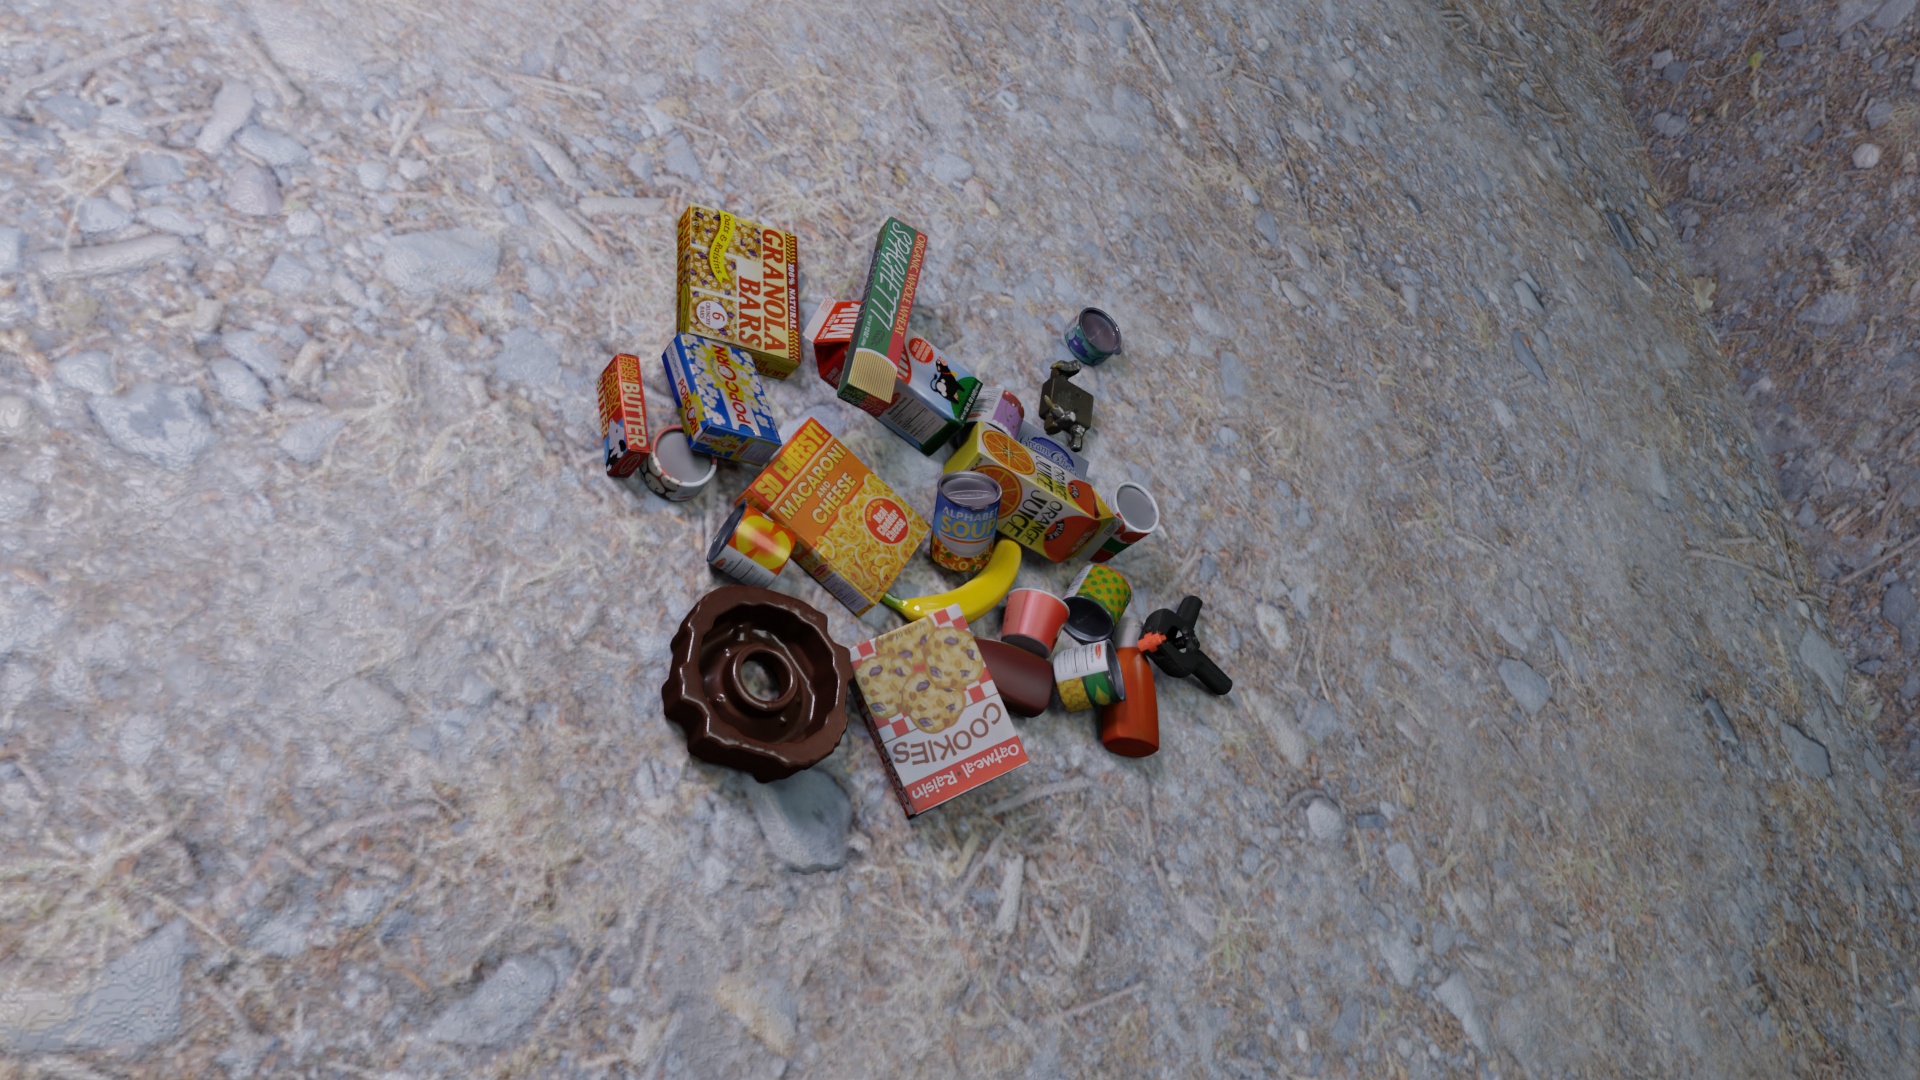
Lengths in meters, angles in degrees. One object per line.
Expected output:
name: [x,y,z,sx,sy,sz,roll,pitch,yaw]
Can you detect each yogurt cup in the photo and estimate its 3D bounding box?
yogurt cup: [0.075,0.089,1.444,0.072,0.072,0.054,30,59,-19]

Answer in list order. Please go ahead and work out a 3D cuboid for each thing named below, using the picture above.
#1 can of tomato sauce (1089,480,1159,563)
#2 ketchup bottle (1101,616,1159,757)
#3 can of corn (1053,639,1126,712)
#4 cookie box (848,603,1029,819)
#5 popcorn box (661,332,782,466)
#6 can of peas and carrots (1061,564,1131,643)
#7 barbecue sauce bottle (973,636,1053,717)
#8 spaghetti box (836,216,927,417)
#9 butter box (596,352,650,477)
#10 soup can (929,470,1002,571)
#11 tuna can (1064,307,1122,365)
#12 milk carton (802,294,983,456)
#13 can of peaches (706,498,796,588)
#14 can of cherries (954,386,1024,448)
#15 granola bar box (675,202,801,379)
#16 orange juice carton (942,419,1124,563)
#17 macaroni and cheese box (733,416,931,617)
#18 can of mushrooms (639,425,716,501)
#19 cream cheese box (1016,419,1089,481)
can of tomato sauce: [0.175,-0.020,1.564,0.071,0.082,0.071,17,57,-28]
ketchup bottle: [0.182,0.156,1.498,0.065,0.043,0.149,22,54,-29]
can of corn: [0.135,0.143,1.444,0.071,0.058,0.071,-16,91,-75]
cookie box: [-0.026,0.161,1.316,0.123,0.040,0.167,-22,81,-19]
popcorn box: [-0.230,-0.136,1.335,0.085,0.038,0.127,14,42,-44]
can of peas and carrots: [0.147,0.070,1.505,0.071,0.070,0.059,43,47,-9]
barbecue sauce bottle: [0.022,0.126,1.397,0.148,0.043,0.065,24,52,-23]
spaghetti box: [-0.079,-0.237,1.437,0.050,0.028,0.251,25,51,-20]
butter box: [-0.312,-0.116,1.282,0.024,0.053,0.104,5,63,-36]
soup can: [0.005,-0.018,1.423,0.071,0.083,0.072,6,34,-4]
tuna can: [0.166,-0.251,1.720,0.071,0.032,0.071,17,57,-28]
milk carton: [-0.078,-0.183,1.477,0.190,0.073,0.073,35,49,-15]
can of peaches: [-0.193,0.004,1.292,0.058,0.071,0.071,34,50,-18]
can of cherries: [0.034,-0.125,1.534,0.071,0.071,0.059,33,49,-17]
granola bar box: [-0.228,-0.257,1.432,0.124,0.039,0.166,12,59,-31]
orange juice carton: [0.079,-0.042,1.495,0.192,0.071,0.073,29,29,-17]
macaroni and cheese box: [-0.125,-0.024,1.376,0.166,0.040,0.124,43,48,-10]
can of mushrooms: [-0.266,-0.075,1.306,0.071,0.033,0.071,17,58,-28]
cream cheese box: [0.097,-0.091,1.586,0.104,0.024,0.054,31,51,-19]
